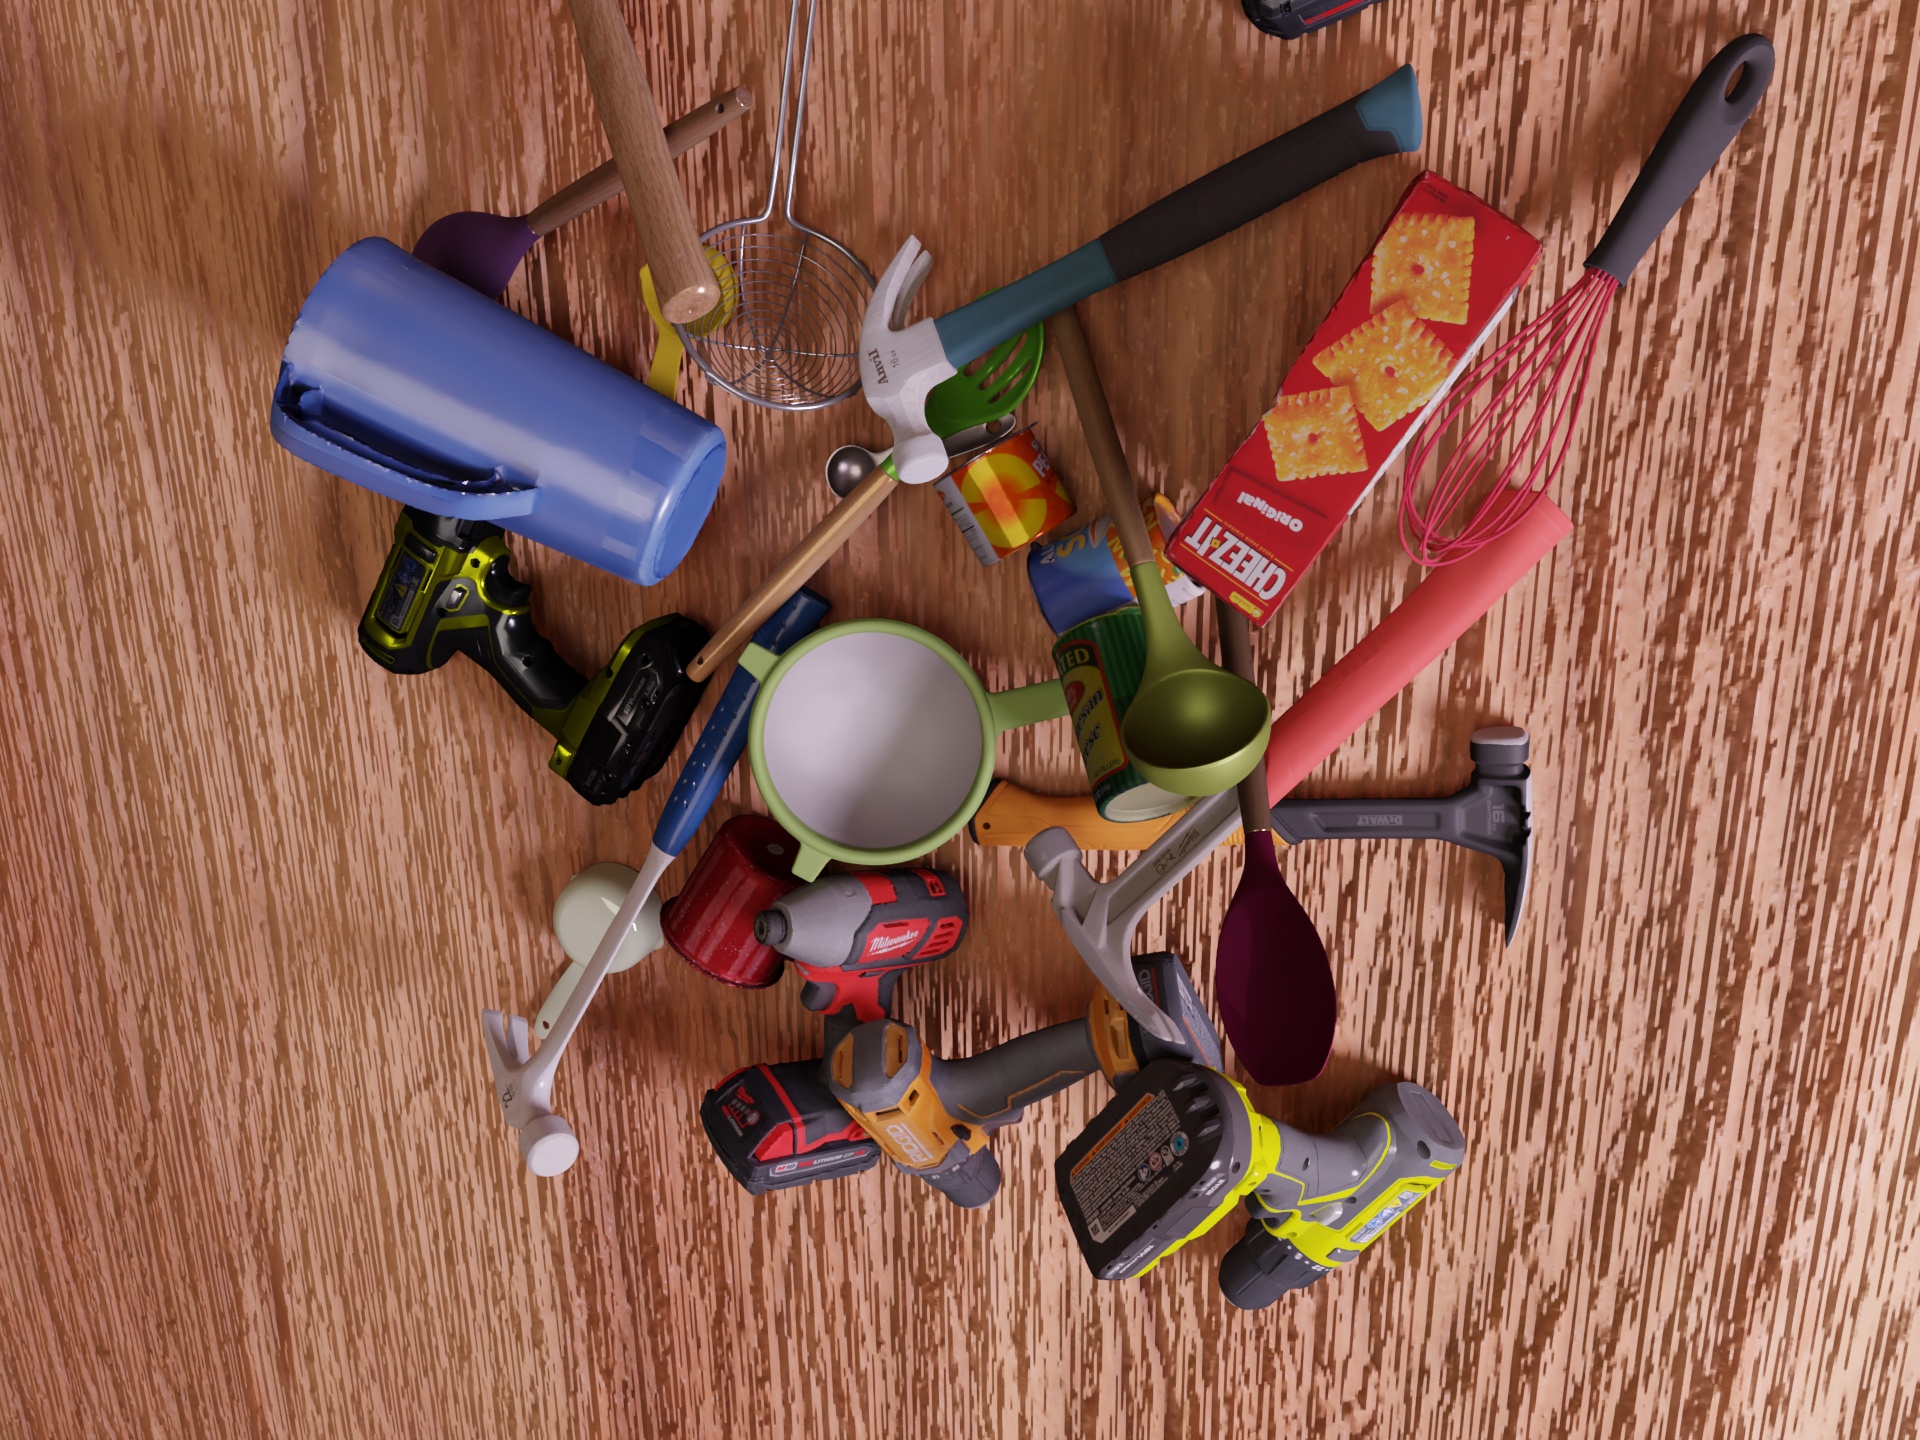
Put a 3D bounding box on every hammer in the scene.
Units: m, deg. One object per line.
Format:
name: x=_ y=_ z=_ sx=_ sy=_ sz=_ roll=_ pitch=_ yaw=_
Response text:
hammer: x=-0.201 y=0.088 z=1.035 sx=0.405 sy=0.035 sz=0.144 roll=-60 pitch=39 yaw=9
hammer: x=-0.197 y=-0.368 z=0.880 sx=0.130 sy=0.031 sz=0.331 roll=-28 pitch=74 yaw=34
hammer: x=0.093 y=-0.253 z=0.857 sx=0.331 sy=0.033 sz=0.128 roll=-24 pitch=73 yaw=15
hammer: x=0.198 y=0.015 z=0.887 sx=0.359 sy=0.036 sz=0.149 roll=-45 pitch=58 yaw=14
hammer: x=0.167 y=0.068 z=0.962 sx=0.337 sy=0.034 sz=0.127 roll=-1 pitch=106 yaw=19

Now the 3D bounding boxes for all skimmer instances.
skimmer: x=-0.085 y=-0.358 z=0.878 sx=0.127 sy=0.090 sz=0.363 roll=3 pitch=109 yaw=-17

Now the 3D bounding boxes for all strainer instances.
strainer: x=-0.002 y=-0.003 z=0.984 sx=0.256 sy=0.069 sz=0.151 roll=-13 pitch=98 yaw=2

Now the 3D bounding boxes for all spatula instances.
spatula: x=-0.237 y=-0.307 z=0.944 sx=0.316 sy=0.018 sz=0.059 roll=-12 pitch=105 yaw=38

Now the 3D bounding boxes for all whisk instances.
whisk: x=0.313 y=-0.207 z=0.801 sx=0.073 sy=0.073 sz=0.296 roll=33 pitch=103 yaw=6

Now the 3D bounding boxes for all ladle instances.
ladle: x=0.090 y=-0.111 z=0.854 sx=0.078 sy=0.062 sz=0.320 roll=-17 pitch=75 yaw=4

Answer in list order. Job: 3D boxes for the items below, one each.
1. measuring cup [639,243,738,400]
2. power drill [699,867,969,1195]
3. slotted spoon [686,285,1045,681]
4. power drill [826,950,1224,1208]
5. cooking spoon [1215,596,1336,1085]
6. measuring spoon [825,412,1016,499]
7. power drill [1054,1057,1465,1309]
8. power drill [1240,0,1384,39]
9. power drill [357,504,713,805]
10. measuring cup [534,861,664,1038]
measuring cup: x=-0.177 y=-0.224 z=0.993 sx=0.062 sy=0.029 sz=0.156 roll=28 pitch=125 yaw=8
power drill: x=-0.089 y=0.194 z=1.031 sx=0.079 sy=0.143 sz=0.219 roll=43 pitch=123 yaw=43
slotted spoon: x=-0.061 y=-0.132 z=0.953 sx=0.313 sy=0.031 sz=0.070 roll=-44 pitch=65 yaw=17
power drill: x=0.052 y=0.240 z=1.008 sx=0.226 sy=0.084 sz=0.185 roll=-17 pitch=133 yaw=15
cooking spoon: x=0.161 y=0.037 z=0.871 sx=0.069 sy=0.017 sz=0.319 roll=-17 pitch=68 yaw=36
measuring spoon: x=-0.023 y=-0.163 z=0.964 sx=0.124 sy=0.018 sz=0.034 roll=-16 pitch=93 yaw=15
power drill: x=0.170 y=0.286 z=0.952 sx=0.228 sy=0.080 sz=0.190 roll=19 pitch=121 yaw=-37
power drill: x=0.186 y=-0.471 z=0.762 sx=0.188 sy=0.080 sz=0.226 roll=-16 pitch=98 yaw=22
power drill: x=-0.280 y=-0.063 z=1.047 sx=0.223 sy=0.080 sz=0.171 roll=36 pitch=115 yaw=8
measuring cup: x=-0.275 y=0.176 z=1.140 sx=0.083 sy=0.038 sz=0.167 roll=36 pitch=112 yaw=4
